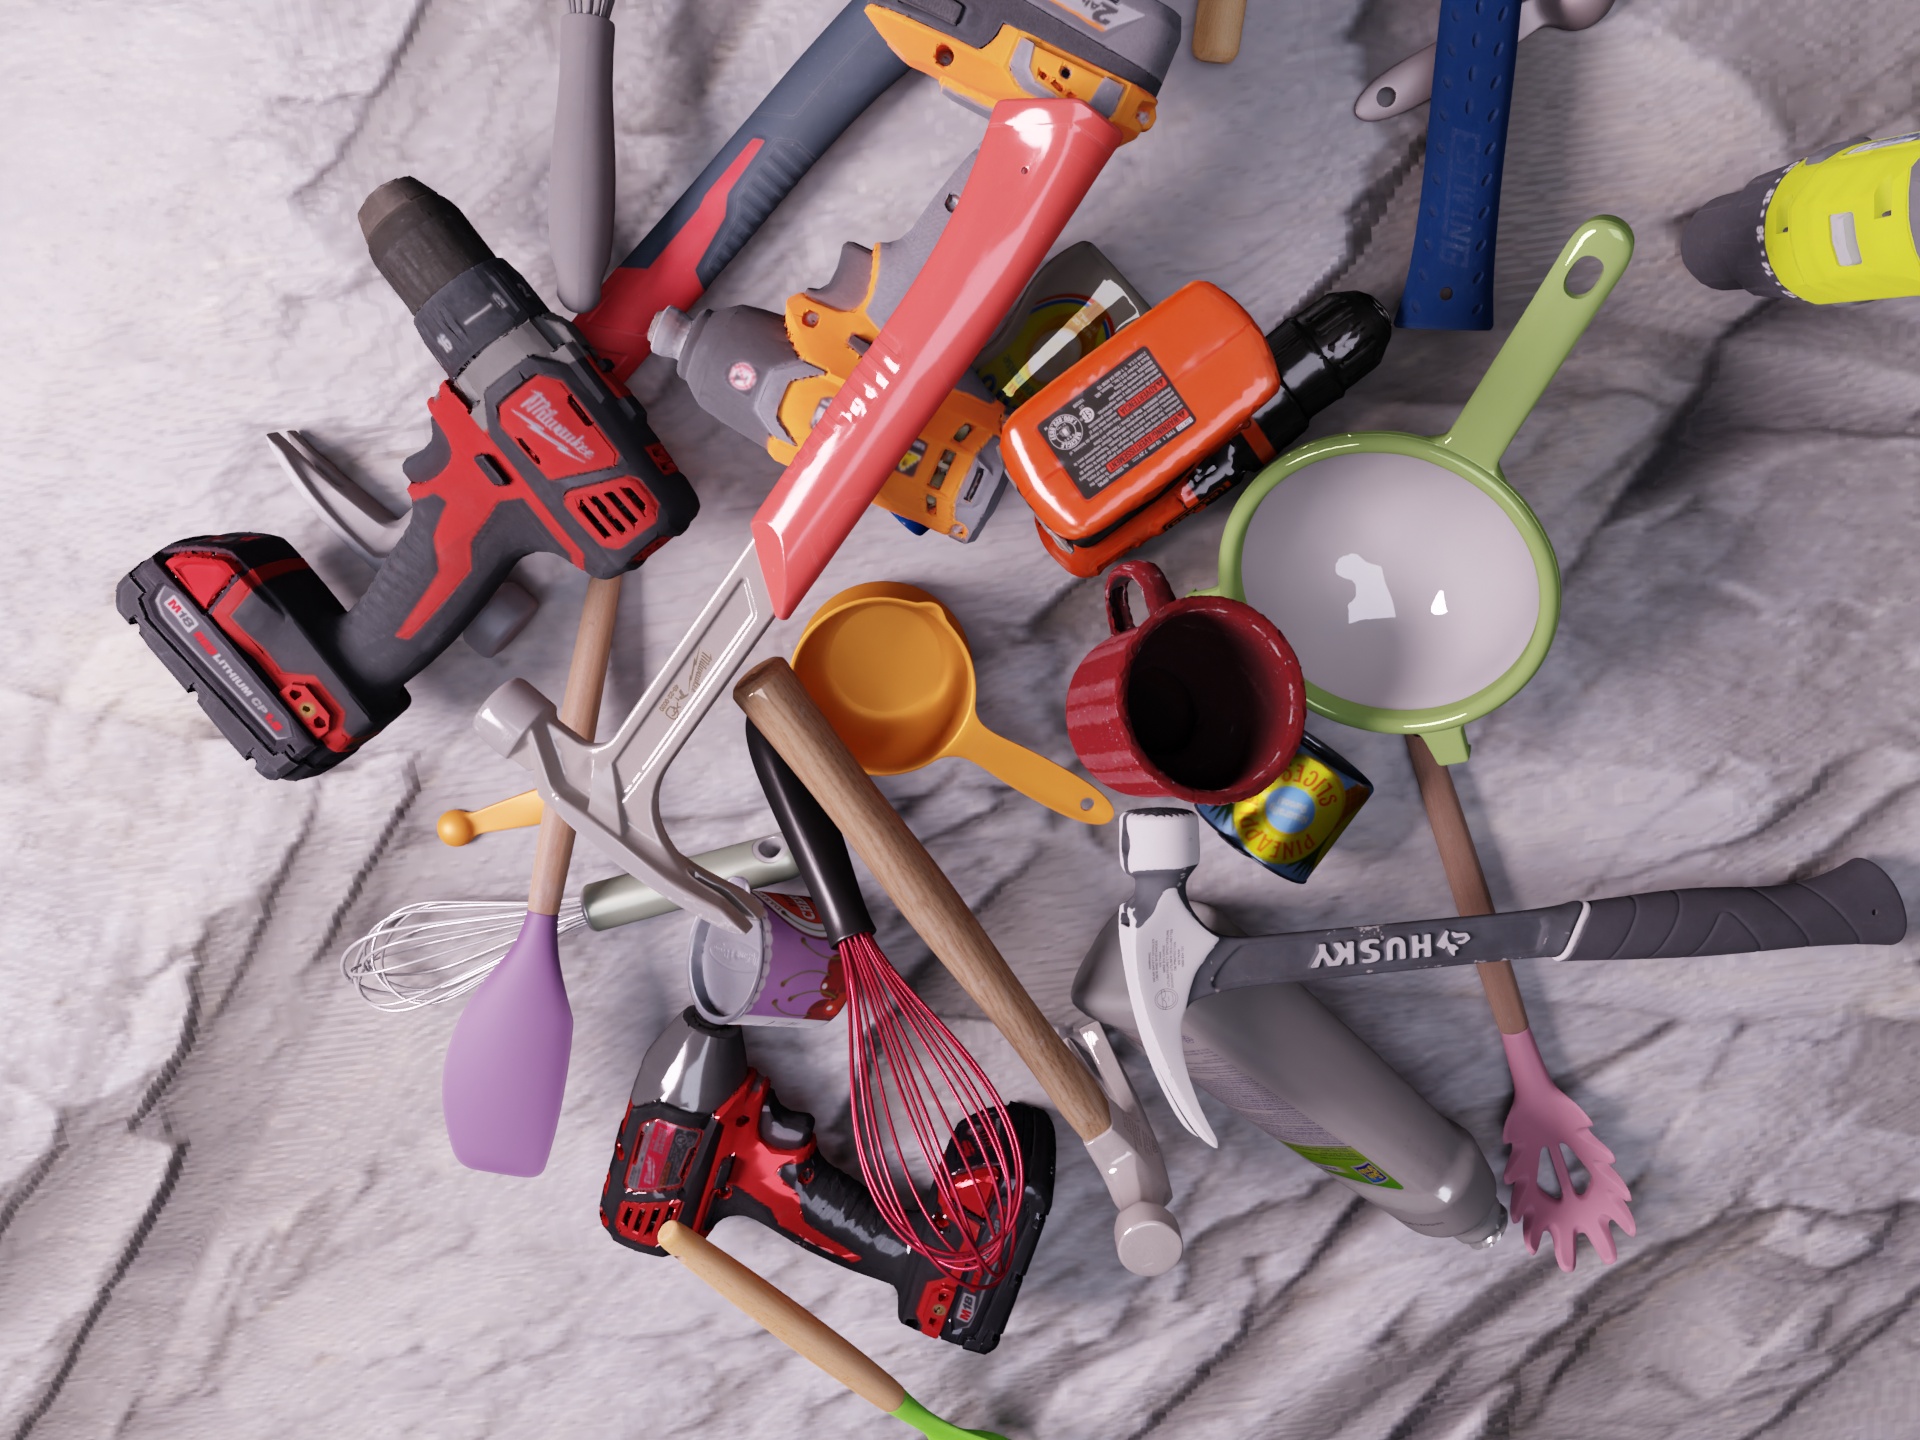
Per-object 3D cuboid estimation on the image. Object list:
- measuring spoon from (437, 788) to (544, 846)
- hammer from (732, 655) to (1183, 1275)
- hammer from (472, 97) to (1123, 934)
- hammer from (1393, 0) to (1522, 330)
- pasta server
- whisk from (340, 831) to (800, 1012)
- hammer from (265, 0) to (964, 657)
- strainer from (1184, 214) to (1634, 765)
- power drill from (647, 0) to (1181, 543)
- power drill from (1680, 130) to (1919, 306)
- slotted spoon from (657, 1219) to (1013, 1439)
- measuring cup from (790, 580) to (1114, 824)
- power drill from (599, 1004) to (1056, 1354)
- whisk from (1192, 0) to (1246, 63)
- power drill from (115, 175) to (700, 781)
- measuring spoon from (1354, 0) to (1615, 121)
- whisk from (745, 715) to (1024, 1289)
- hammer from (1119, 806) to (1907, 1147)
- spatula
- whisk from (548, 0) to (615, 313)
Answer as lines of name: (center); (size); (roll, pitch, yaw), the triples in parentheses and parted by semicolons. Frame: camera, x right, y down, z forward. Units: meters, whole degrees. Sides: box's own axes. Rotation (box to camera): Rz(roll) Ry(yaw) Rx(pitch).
measuring spoon: (-0.210, 0.044, 0.804); (0.117, 0.011, 0.021); (-14, 105, 5)
hammer: (0.002, 0.106, 0.748); (0.031, 0.130, 0.331); (-33, 107, 10)
hammer: (-0.049, -0.083, 0.637); (0.149, 0.037, 0.359); (38, 107, 0)
hammer: (0.228, -0.369, 0.656); (0.144, 0.035, 0.405); (4, 105, 9)
pasta server: (0.275, 0.136, 0.809); (0.060, 0.040, 0.316); (-17, 104, 17)
whisk: (-0.195, 0.098, 0.806); (0.246, 0.058, 0.059); (-15, 139, 2)
hammer: (-0.146, -0.211, 0.719); (0.143, 0.038, 0.386); (43, 102, -8)
strainer: (0.216, -0.110, 0.694); (0.151, 0.069, 0.256); (30, 131, 8)
power drill: (-0.023, -0.205, 0.657); (0.164, 0.084, 0.226); (23, 106, -6)
power drill: (0.434, -0.228, 0.645); (0.228, 0.191, 0.080); (-22, 105, -8)
slotted spoon: (-0.048, 0.343, 0.832); (0.070, 0.031, 0.313); (-18, 127, 35)
measuring cup: (-0.001, -0.002, 0.769); (0.173, 0.052, 0.095); (30, 106, -13)
power drill: (-0.068, 0.229, 0.823); (0.219, 0.078, 0.143); (18, 105, -1)
whisk: (0.121, -0.404, 0.659); (0.051, 0.047, 0.245); (6, 109, -2)
power drill: (-0.252, -0.102, 0.695); (0.226, 0.080, 0.188); (-36, 99, 8)
measuring spoon: (0.231, -0.298, 0.698); (0.124, 0.018, 0.034); (-28, 104, 9)
whisk: (-0.043, 0.120, 0.743); (0.073, 0.073, 0.296); (-26, 73, 8)
hammer: (0.270, 0.106, 0.748); (0.409, 0.036, 0.149); (-2, 92, -14)
spatula: (-0.201, 0.067, 0.773); (0.059, 0.018, 0.316); (12, 93, -4)
whisk: (-0.156, -0.293, 0.671); (0.055, 0.055, 0.239); (4, 96, 0)
